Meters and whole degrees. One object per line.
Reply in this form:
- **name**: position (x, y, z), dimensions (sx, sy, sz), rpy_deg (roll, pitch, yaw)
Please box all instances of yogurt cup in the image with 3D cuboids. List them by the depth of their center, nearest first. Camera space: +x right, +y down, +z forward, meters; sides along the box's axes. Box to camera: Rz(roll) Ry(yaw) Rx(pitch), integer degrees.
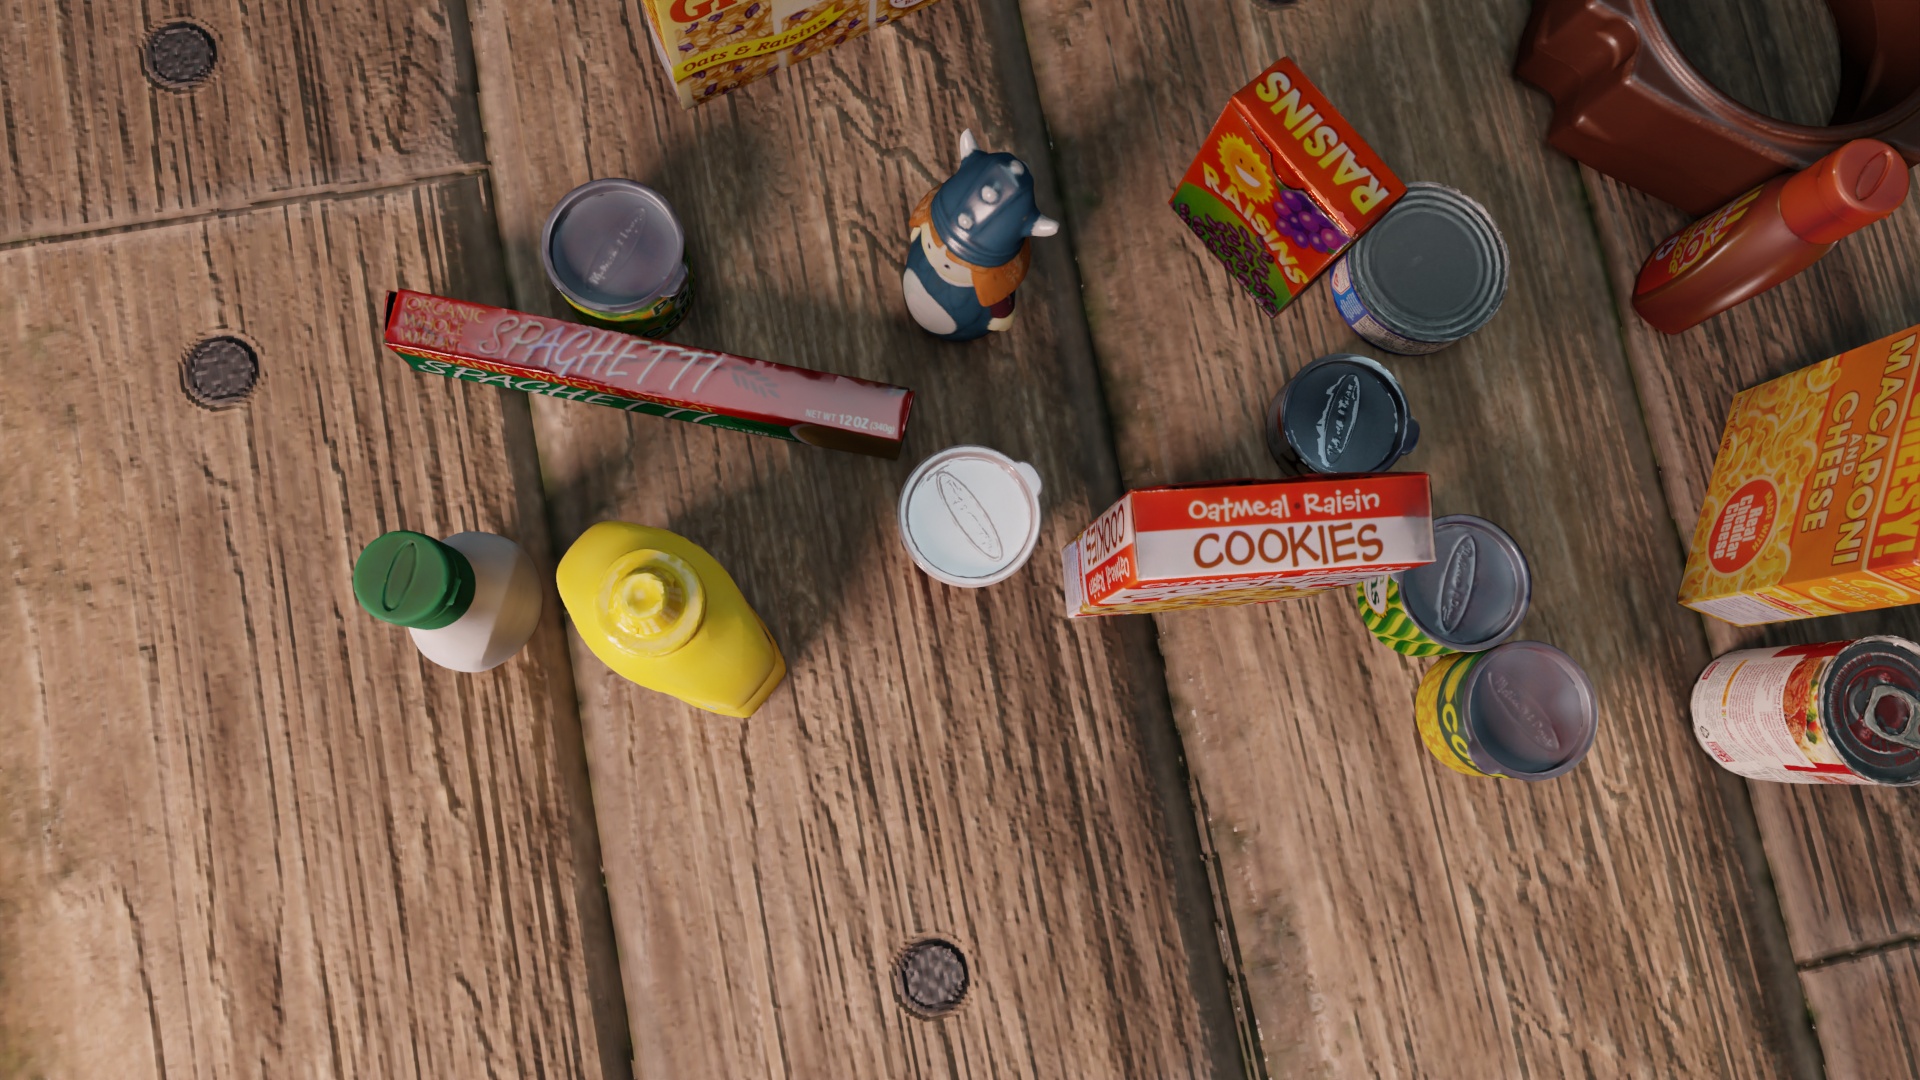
- **yogurt cup**: position (0.002, -0.008, 0.674), dimensions (0.072, 0.054, 0.072), rpy_deg (1, 81, -5)

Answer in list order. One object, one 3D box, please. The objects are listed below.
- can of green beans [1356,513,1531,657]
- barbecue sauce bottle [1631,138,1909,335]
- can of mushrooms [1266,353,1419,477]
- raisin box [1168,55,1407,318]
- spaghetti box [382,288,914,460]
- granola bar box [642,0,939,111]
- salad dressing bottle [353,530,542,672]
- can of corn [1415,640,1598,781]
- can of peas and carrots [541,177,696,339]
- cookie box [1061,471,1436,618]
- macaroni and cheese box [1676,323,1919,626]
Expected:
- **can of green beans**: position (0.237, 0.024, 0.688), dimensions (0.071, 0.057, 0.071), rpy_deg (1, 81, -5)
- **barbecue sauce bottle**: position (0.395, -0.150, 0.683), dimensions (0.043, 0.148, 0.065), rpy_deg (37, 81, 1)
- **can of mushrooms**: position (0.194, -0.059, 0.709), dimensions (0.071, 0.033, 0.071), rpy_deg (1, 81, -5)
- **raisin box**: position (0.154, -0.167, 0.676), dimensions (0.040, 0.123, 0.086), rpy_deg (-39, 87, -9)
- **spaghetti box**: position (-0.148, -0.079, 0.673), dimensions (0.250, 0.050, 0.029), rpy_deg (11, 81, -3)
- **granola bar box**: position (-0.074, -0.283, 0.673), dimensions (0.166, 0.124, 0.039), rpy_deg (-26, 85, -8)
- **salad dressing bottle**: position (-0.219, 0.023, 0.601), dimensions (0.044, 0.147, 0.064), rpy_deg (16, 81, -3)
- **can of corn**: position (0.264, 0.085, 0.680), dimensions (0.071, 0.058, 0.071), rpy_deg (1, 81, -5)
- **can of peas and carrots**: position (-0.162, -0.133, 0.675), dimensions (0.071, 0.058, 0.071), rpy_deg (1, 81, -5)
- **cookie box**: position (0.120, 0.004, 0.625), dimensions (0.123, 0.167, 0.040), rpy_deg (-4, 82, -6)
- **macaroni and cheese box**: position (0.420, -0.029, 0.657), dimensions (0.040, 0.166, 0.124), rpy_deg (21, 80, -2)
